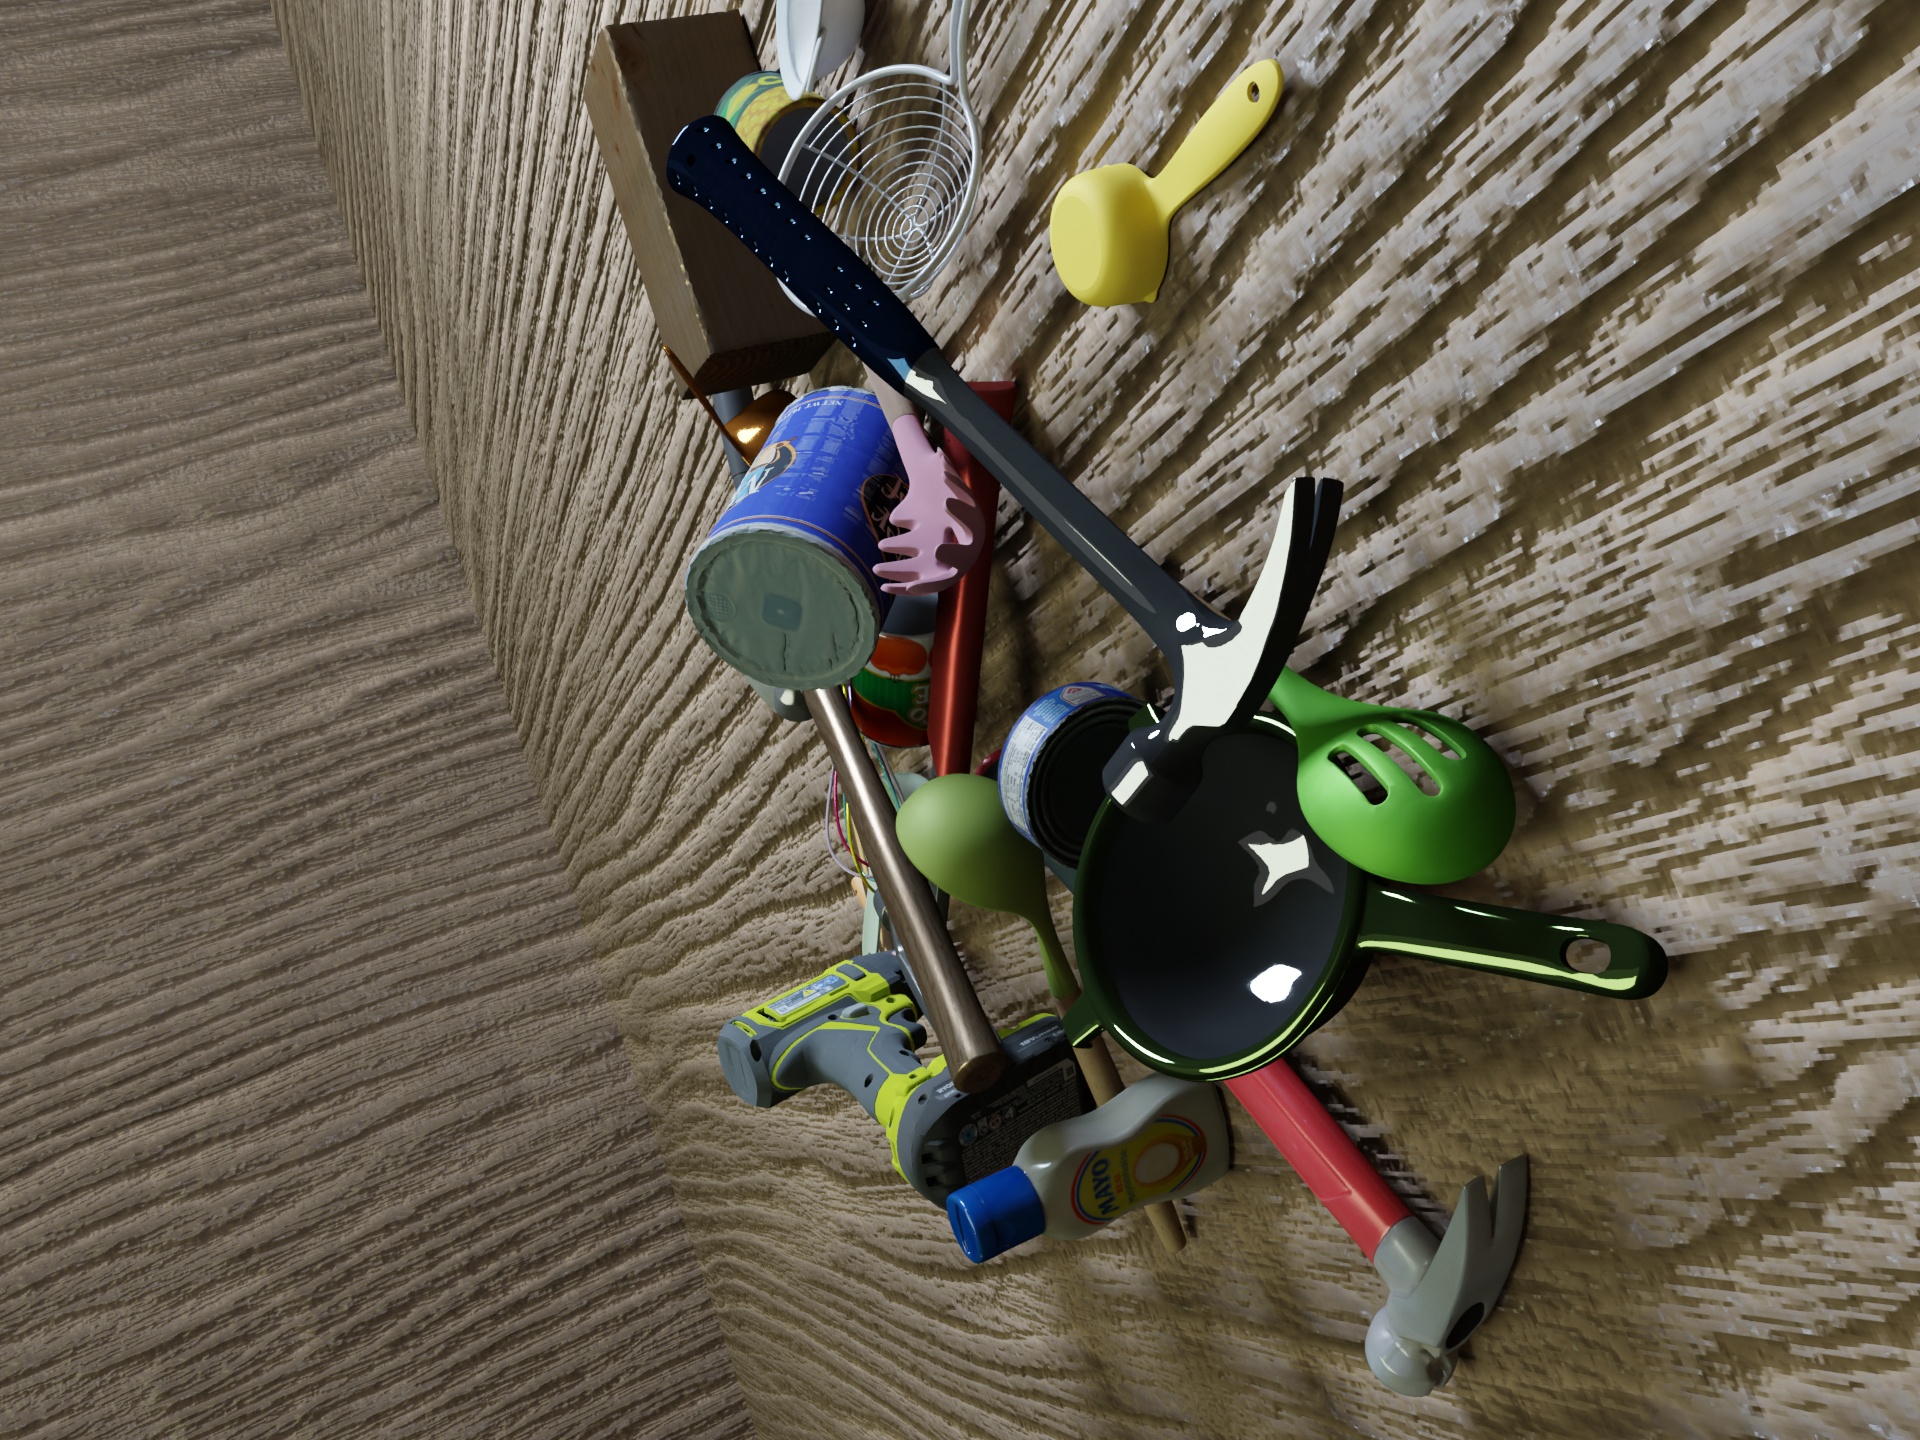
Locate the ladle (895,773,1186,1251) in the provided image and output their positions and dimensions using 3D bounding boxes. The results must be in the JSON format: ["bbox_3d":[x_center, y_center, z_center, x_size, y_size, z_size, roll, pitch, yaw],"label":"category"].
[{"bbox_3d":[0.052,0.164,0.836,0.078,0.062,0.320,-73,-37,-60],"label":"ladle"}]

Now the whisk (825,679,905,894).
[{"bbox_3d":[-0.071,-0.004,1.035,0.051,0.047,0.245,-35,57,44],"label":"whisk"}]

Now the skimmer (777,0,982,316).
[{"bbox_3d":[-0.020,-0.330,0.668,0.127,0.090,0.363,60,154,27],"label":"skimmer"}]

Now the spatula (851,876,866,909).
[{"bbox_3d":[-0.005,0.201,1.121,0.323,0.041,0.081,-130,32,-51],"label":"spatula"}]

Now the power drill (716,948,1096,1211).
[{"bbox_3d":[-0.026,0.209,0.996,0.223,0.171,0.080,15,121,51],"label":"power drill"}]

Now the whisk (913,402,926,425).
[{"bbox_3d":[-0.044,-0.122,0.948,0.059,0.058,0.246,28,140,11],"label":"whisk"}]

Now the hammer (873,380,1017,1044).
[{"bbox_3d":[-0.001,-0.003,0.858,0.149,0.036,0.358,-128,38,-56],"label":"hammer"}]

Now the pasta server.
[{"bbox_3d":[-0.040,-0.170,0.821,0.060,0.040,0.317,-51,39,29],"label":"pasta server"}]

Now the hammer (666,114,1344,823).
[{"bbox_3d":[-0.006,-0.146,0.675,0.406,0.035,0.144,49,122,28],"label":"hammer"}]

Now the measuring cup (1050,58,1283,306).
[{"bbox_3d":[0.075,-0.209,0.617,0.062,0.029,0.156,71,159,3],"label":"measuring cup"}]

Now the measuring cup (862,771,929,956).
[{"bbox_3d":[-0.042,0.108,1.087,0.083,0.038,0.167,49,141,42],"label":"measuring cup"}]

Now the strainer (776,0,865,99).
[{"bbox_3d":[-0.098,-0.419,0.851,0.259,0.050,0.086,66,151,28],"label":"strainer"}]

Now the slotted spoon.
[{"bbox_3d":[0.109,-0.029,0.651,0.314,0.070,0.031,48,165,55],"label":"slotted spoon"}]

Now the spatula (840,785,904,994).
[{"bbox_3d":[-0.086,0.063,1.149,0.082,0.044,0.318,-33,69,62],"label":"spatula"}]

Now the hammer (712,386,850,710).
[{"bbox_3d":[-0.143,-0.164,1.084,0.128,0.033,0.331,13,-117,-71],"label":"hammer"}]

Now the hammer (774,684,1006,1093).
[{"bbox_3d":[-0.046,0.055,0.880,0.130,0.031,0.332,99,153,-48],"label":"hammer"}]

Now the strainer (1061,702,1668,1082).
[{"bbox_3d":[0.155,0.078,0.614,0.256,0.069,0.151,5,79,49],"label":"strainer"}]

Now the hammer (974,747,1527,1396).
[{"bbox_3d":[0.114,0.124,0.765,0.387,0.038,0.143,50,148,42],"label":"hammer"}]

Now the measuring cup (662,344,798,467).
[{"bbox_3d":[-0.119,-0.185,0.969,0.095,0.052,0.173,50,179,35],"label":"measuring cup"}]
